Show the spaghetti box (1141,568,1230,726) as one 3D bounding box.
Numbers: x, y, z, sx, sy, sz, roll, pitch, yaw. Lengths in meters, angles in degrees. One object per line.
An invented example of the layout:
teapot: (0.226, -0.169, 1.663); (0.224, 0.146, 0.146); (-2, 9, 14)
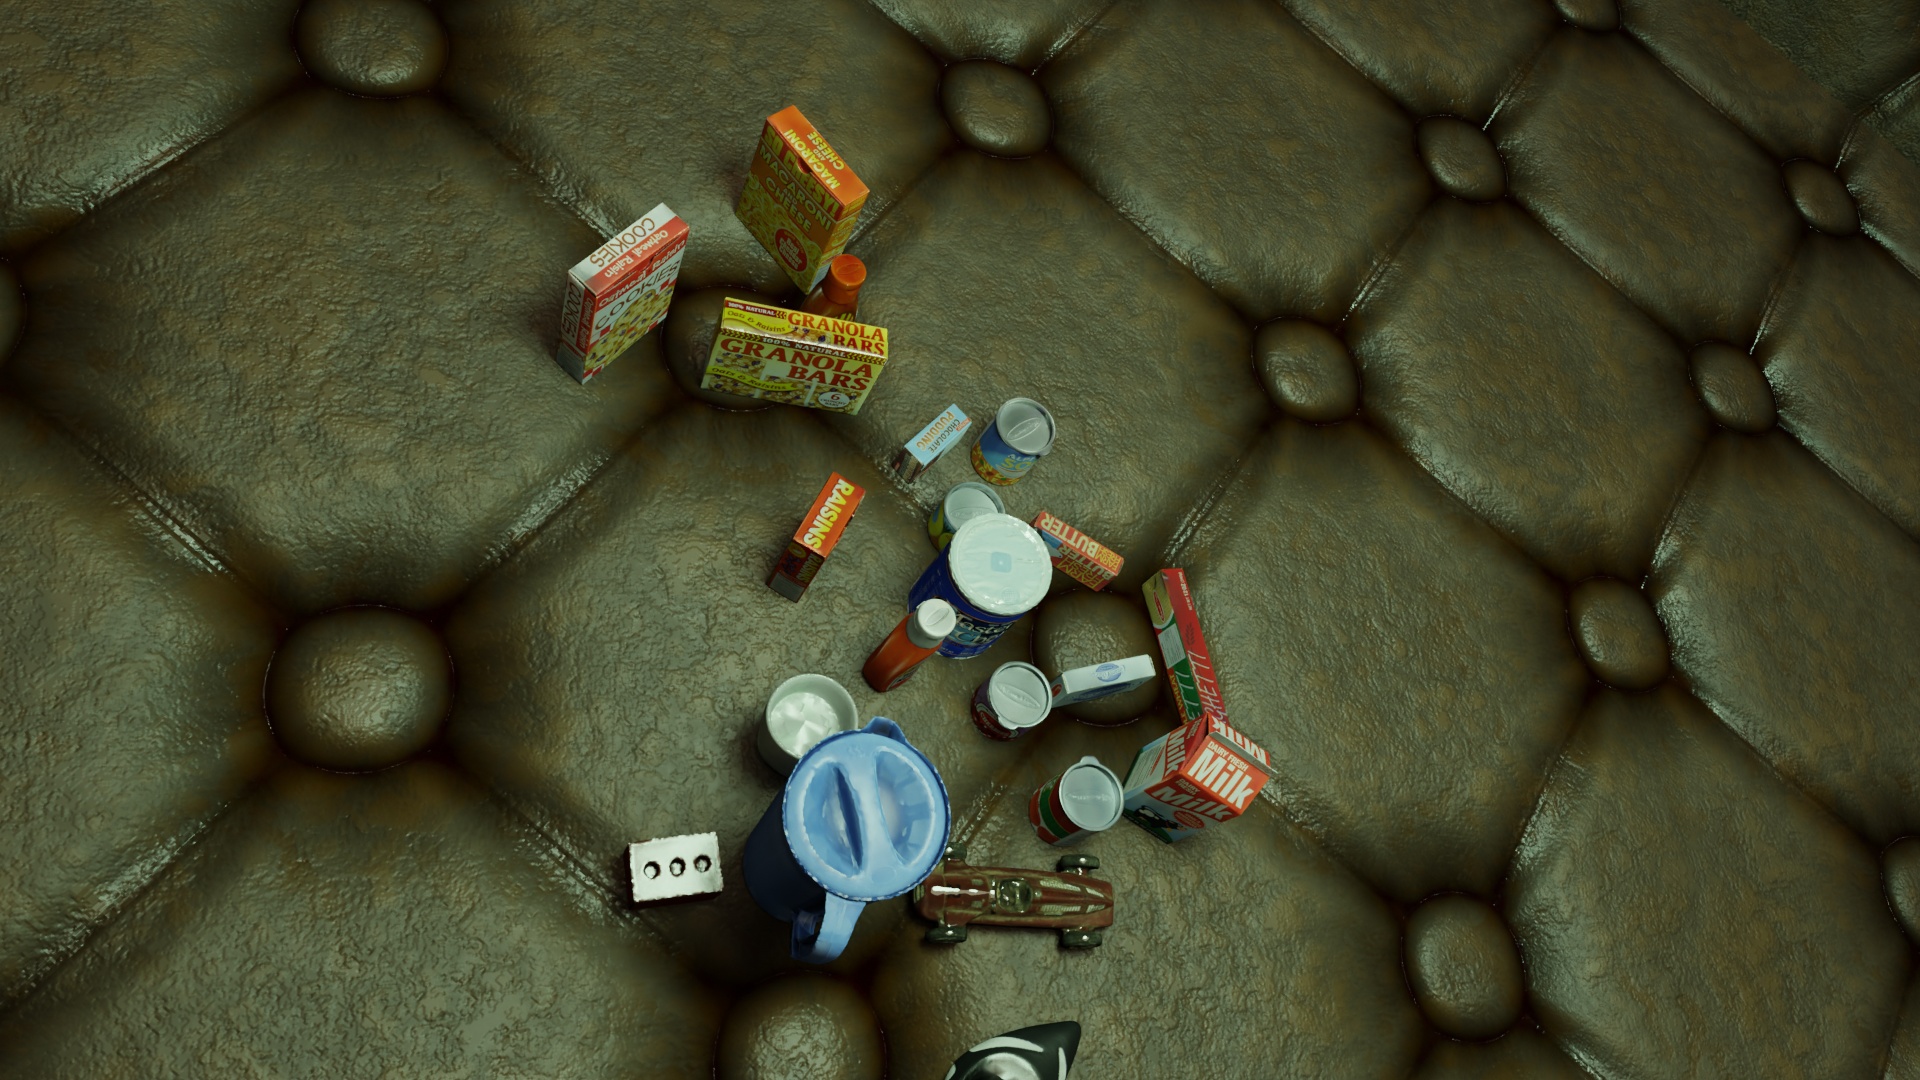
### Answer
spaghetti box: (0.243, 0.153, 1.447); (0.029, 0.050, 0.251); (-6, 69, -23)

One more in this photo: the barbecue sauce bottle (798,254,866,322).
barbecue sauce bottle: (-0.134, -0.239, 1.426); (0.065, 0.148, 0.044); (-21, 76, -27)

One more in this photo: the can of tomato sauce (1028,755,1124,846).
can of tomato sauce: (0.109, 0.252, 1.333); (0.071, 0.082, 0.071); (8, 65, -17)

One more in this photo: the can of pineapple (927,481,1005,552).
can of pineapple: (0.005, -0.018, 1.430); (0.071, 0.057, 0.071); (8, 65, -17)

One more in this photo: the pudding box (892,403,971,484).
pudding box: (-0.030, -0.102, 1.460); (0.030, 0.049, 0.084); (45, 60, 3)

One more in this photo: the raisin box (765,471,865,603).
raisin box: (-0.139, -0.001, 1.331); (0.040, 0.123, 0.086); (31, 60, -5)

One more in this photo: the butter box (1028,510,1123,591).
butter box: (0.115, 0.012, 1.461); (0.103, 0.053, 0.024); (30, 60, -5)

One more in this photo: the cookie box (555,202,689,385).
cookie box: (-0.327, -0.236, 1.341); (0.040, 0.166, 0.123); (42, 60, 1)

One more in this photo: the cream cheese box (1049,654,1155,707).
cream cheese box: (0.140, 0.143, 1.411); (0.104, 0.053, 0.024); (-9, 71, -24)

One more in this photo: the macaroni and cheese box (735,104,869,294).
macaroni and cheese box: (-0.169, -0.352, 1.454); (0.040, 0.165, 0.124); (-38, 84, -29)

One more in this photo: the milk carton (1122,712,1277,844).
milk carton: (0.226, 0.225, 1.327); (0.072, 0.189, 0.074); (34, 60, -4)

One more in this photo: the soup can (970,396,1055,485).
soup can: (0.056, -0.101, 1.472); (0.071, 0.083, 0.071); (8, 65, -17)

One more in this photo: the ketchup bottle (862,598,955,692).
ketchup bottle: (-0.045, 0.096, 1.308); (0.065, 0.148, 0.043); (-37, 84, -29)

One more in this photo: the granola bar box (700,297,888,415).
granola bar box: (-0.169, -0.184, 1.402); (0.166, 0.123, 0.039); (9, 65, -17)

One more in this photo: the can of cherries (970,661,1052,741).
can of cherries: (0.048, 0.161, 1.365); (0.071, 0.058, 0.072); (8, 65, -17)
